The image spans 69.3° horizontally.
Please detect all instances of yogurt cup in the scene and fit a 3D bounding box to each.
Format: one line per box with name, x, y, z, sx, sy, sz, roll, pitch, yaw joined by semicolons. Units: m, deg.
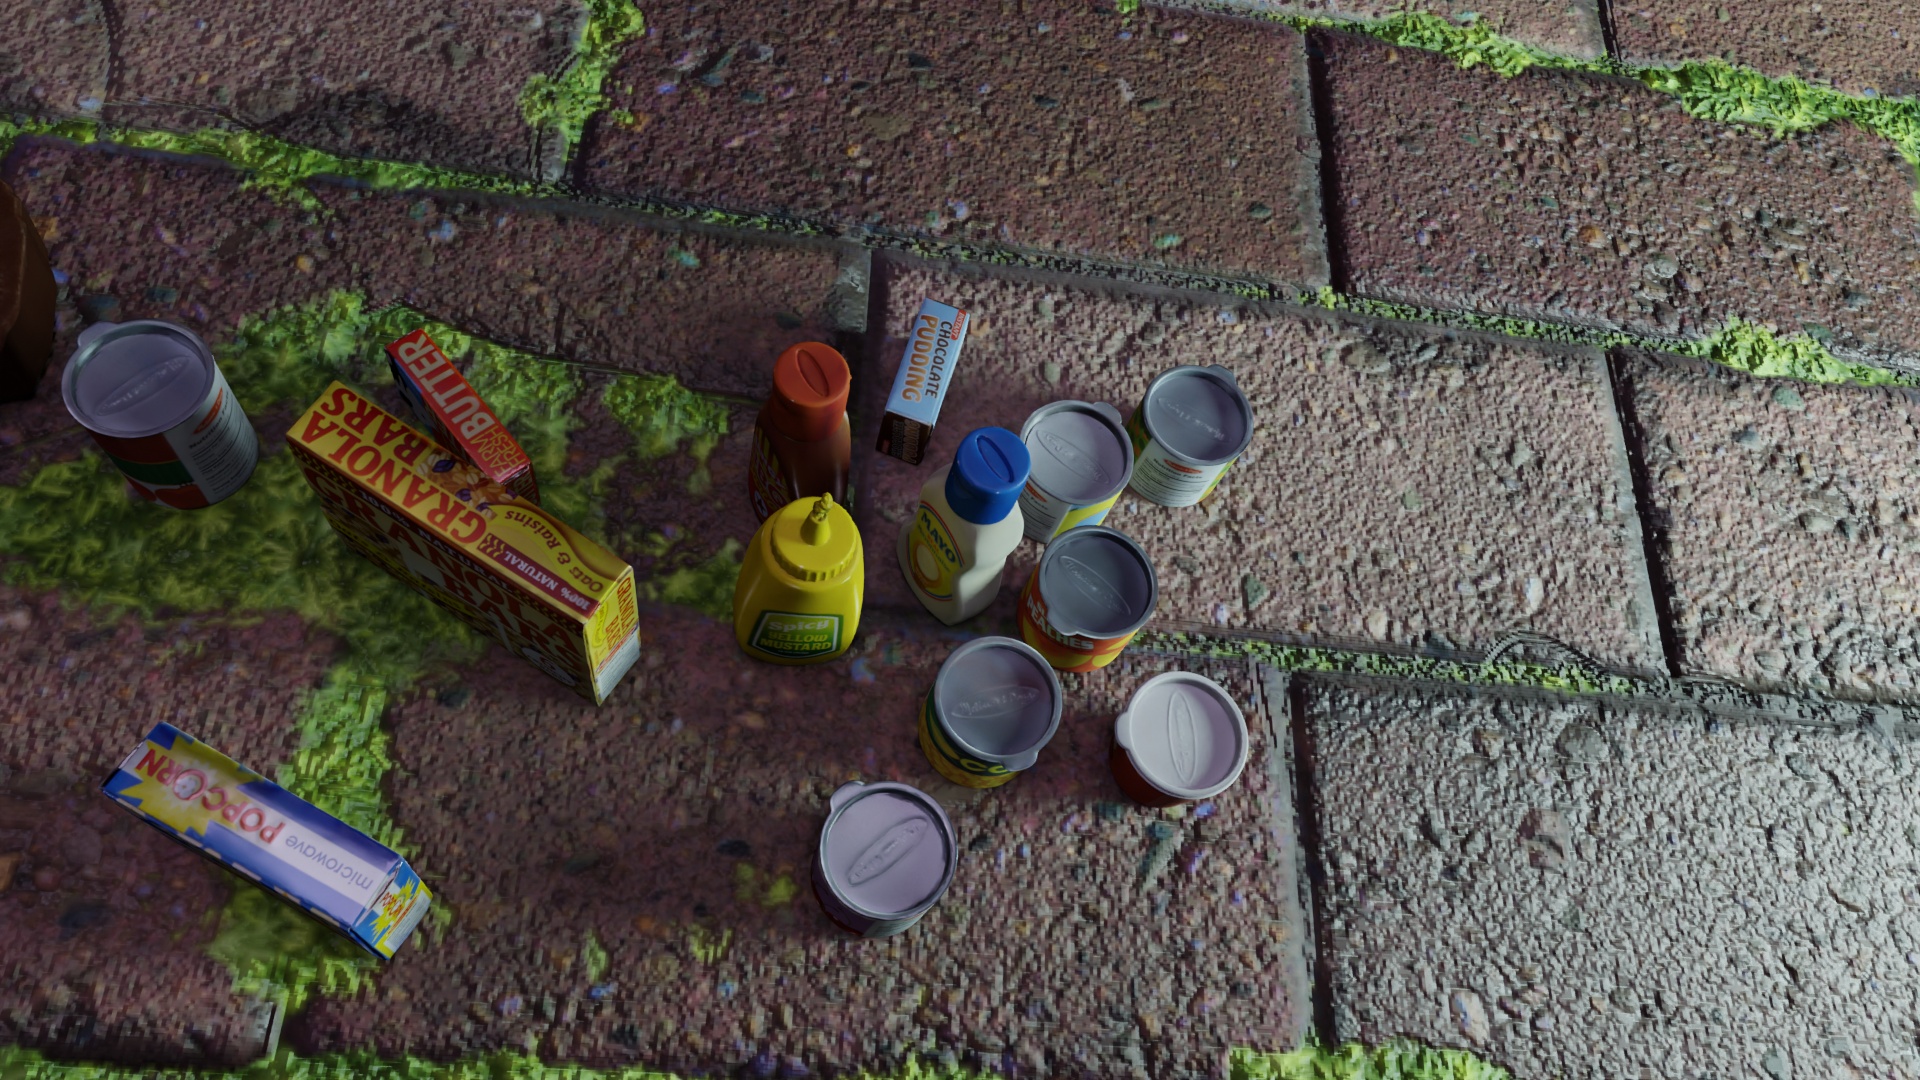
yogurt cup;0.112;0.109;0.738;0.072;0.053;0.072;4;65;-9

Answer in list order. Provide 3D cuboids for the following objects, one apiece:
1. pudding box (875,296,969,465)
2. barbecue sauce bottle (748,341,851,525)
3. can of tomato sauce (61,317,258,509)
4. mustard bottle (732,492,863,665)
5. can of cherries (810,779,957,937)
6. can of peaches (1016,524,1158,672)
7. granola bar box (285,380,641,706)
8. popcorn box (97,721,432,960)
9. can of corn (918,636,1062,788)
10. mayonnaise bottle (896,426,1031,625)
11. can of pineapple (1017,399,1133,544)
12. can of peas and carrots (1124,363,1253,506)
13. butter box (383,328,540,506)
pudding box;-0.022;-0.093;0.807;0.030;0.049;0.084;18;63;-3
barbecue sauce bottle;-0.082;-0.049;0.720;0.044;0.148;0.065;-24;72;-20
can of tomato sauce;-0.401;-0.063;0.699;0.071;0.082;0.071;4;65;-9
mustard bottle;-0.078;0.017;0.684;0.065;0.159;0.049;3;65;-10
can of cherries;-0.040;0.156;0.683;0.071;0.058;0.072;4;65;-9
can of peaches;0.067;0.034;0.761;0.071;0.057;0.071;4;65;-9
granola bar box;-0.236;0.007;0.677;0.165;0.123;0.039;32;64;4
popcorn box;-0.306;0.137;0.624;0.127;0.085;0.038;28;64;3
can of corn;0.015;0.093;0.724;0.071;0.058;0.071;4;65;-9
mayonnaise bottle;0.003;-0.009;0.718;0.041;0.147;0.065;-29;74;-21
can of pineapple;0.061;-0.039;0.794;0.071;0.057;0.071;4;65;-9
can of peas and carrots;0.132;-0.063;0.819;0.071;0.058;0.071;4;65;-9
butter box;-0.265;-0.060;0.742;0.024;0.053;0.103;-37;77;-23
